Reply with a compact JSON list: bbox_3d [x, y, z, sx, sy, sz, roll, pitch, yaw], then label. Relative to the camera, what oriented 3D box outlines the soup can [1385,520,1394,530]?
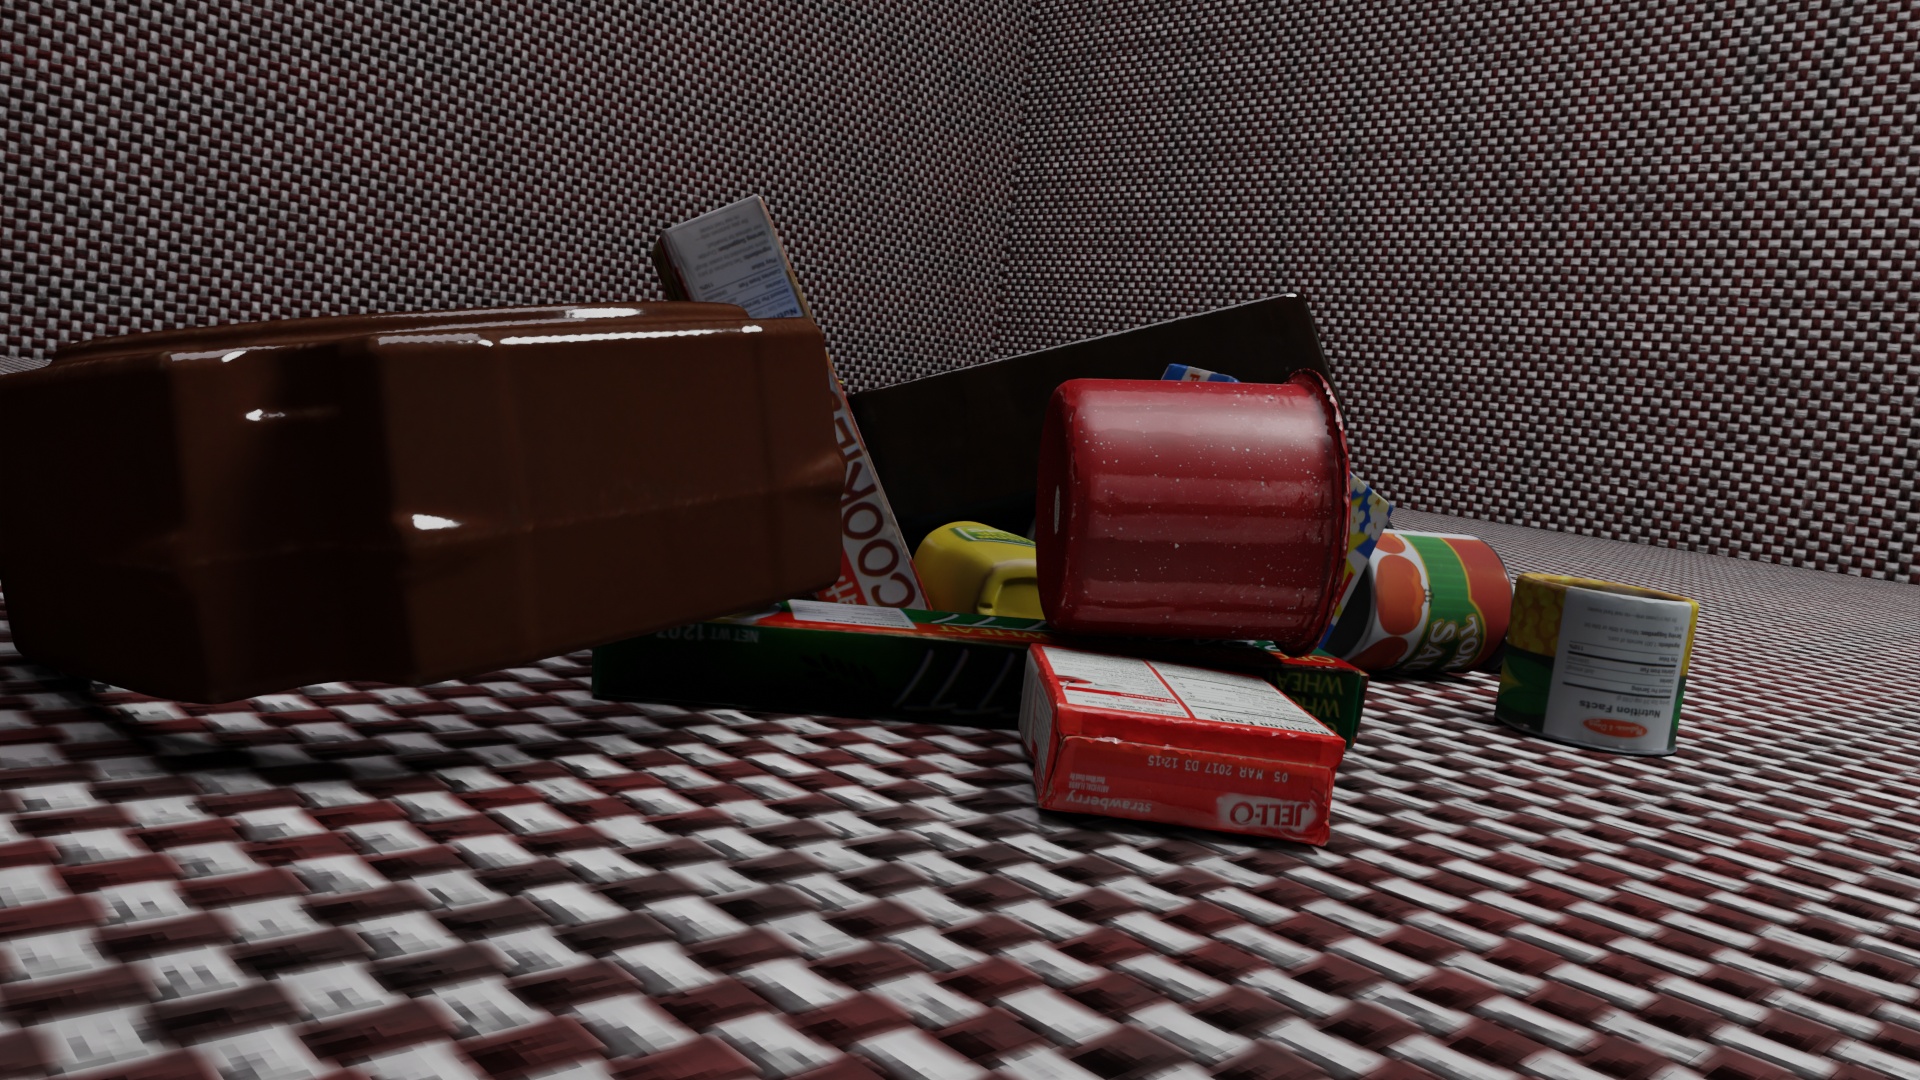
[{"bbox_3d":[0.184,0.012,0.751,0.084,0.071,0.071,10,6,35],"label":"soup can"}]

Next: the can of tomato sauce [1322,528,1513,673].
[{"bbox_3d":[0.198,0.029,0.636,0.083,0.071,0.071,4,6,-27],"label":"can of tomato sauce"}]

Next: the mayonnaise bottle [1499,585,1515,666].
[{"bbox_3d":[0.276,0.043,0.706,0.065,0.041,0.148,6,7,-9],"label":"mayonnaise bottle"}]

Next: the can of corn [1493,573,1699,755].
[{"bbox_3d":[0.247,0.046,0.543,0.071,0.058,0.071,7,6,-1],"label":"can of corn"}]

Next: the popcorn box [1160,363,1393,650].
[{"bbox_3d":[0.114,-0.005,0.564,0.126,0.085,0.038,29,-2,-39],"label":"popcorn box"}]

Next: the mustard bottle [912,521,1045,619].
[{"bbox_3d":[0.009,0.019,0.580,0.065,0.048,0.160,11,4,-16],"label":"mustard bottle"}]

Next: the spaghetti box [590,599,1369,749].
[{"bbox_3d":[0.008,0.041,0.455,0.250,0.028,0.050,6,6,-11],"label":"spaghetti box"}]

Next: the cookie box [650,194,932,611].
[{"bbox_3d":[-0.068,-0.043,0.543,0.040,0.167,0.123,-24,12,-11],"label":"cookie box"}]

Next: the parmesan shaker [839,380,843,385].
[{"bbox_3d":[-0.095,-0.028,0.652,0.071,0.103,0.071,6,5,-1],"label":"parmesan shaker"}]

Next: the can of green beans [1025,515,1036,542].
[{"bbox_3d":[0.070,0.011,0.628,0.071,0.071,0.058,10,0,34],"label":"can of green beans"}]
